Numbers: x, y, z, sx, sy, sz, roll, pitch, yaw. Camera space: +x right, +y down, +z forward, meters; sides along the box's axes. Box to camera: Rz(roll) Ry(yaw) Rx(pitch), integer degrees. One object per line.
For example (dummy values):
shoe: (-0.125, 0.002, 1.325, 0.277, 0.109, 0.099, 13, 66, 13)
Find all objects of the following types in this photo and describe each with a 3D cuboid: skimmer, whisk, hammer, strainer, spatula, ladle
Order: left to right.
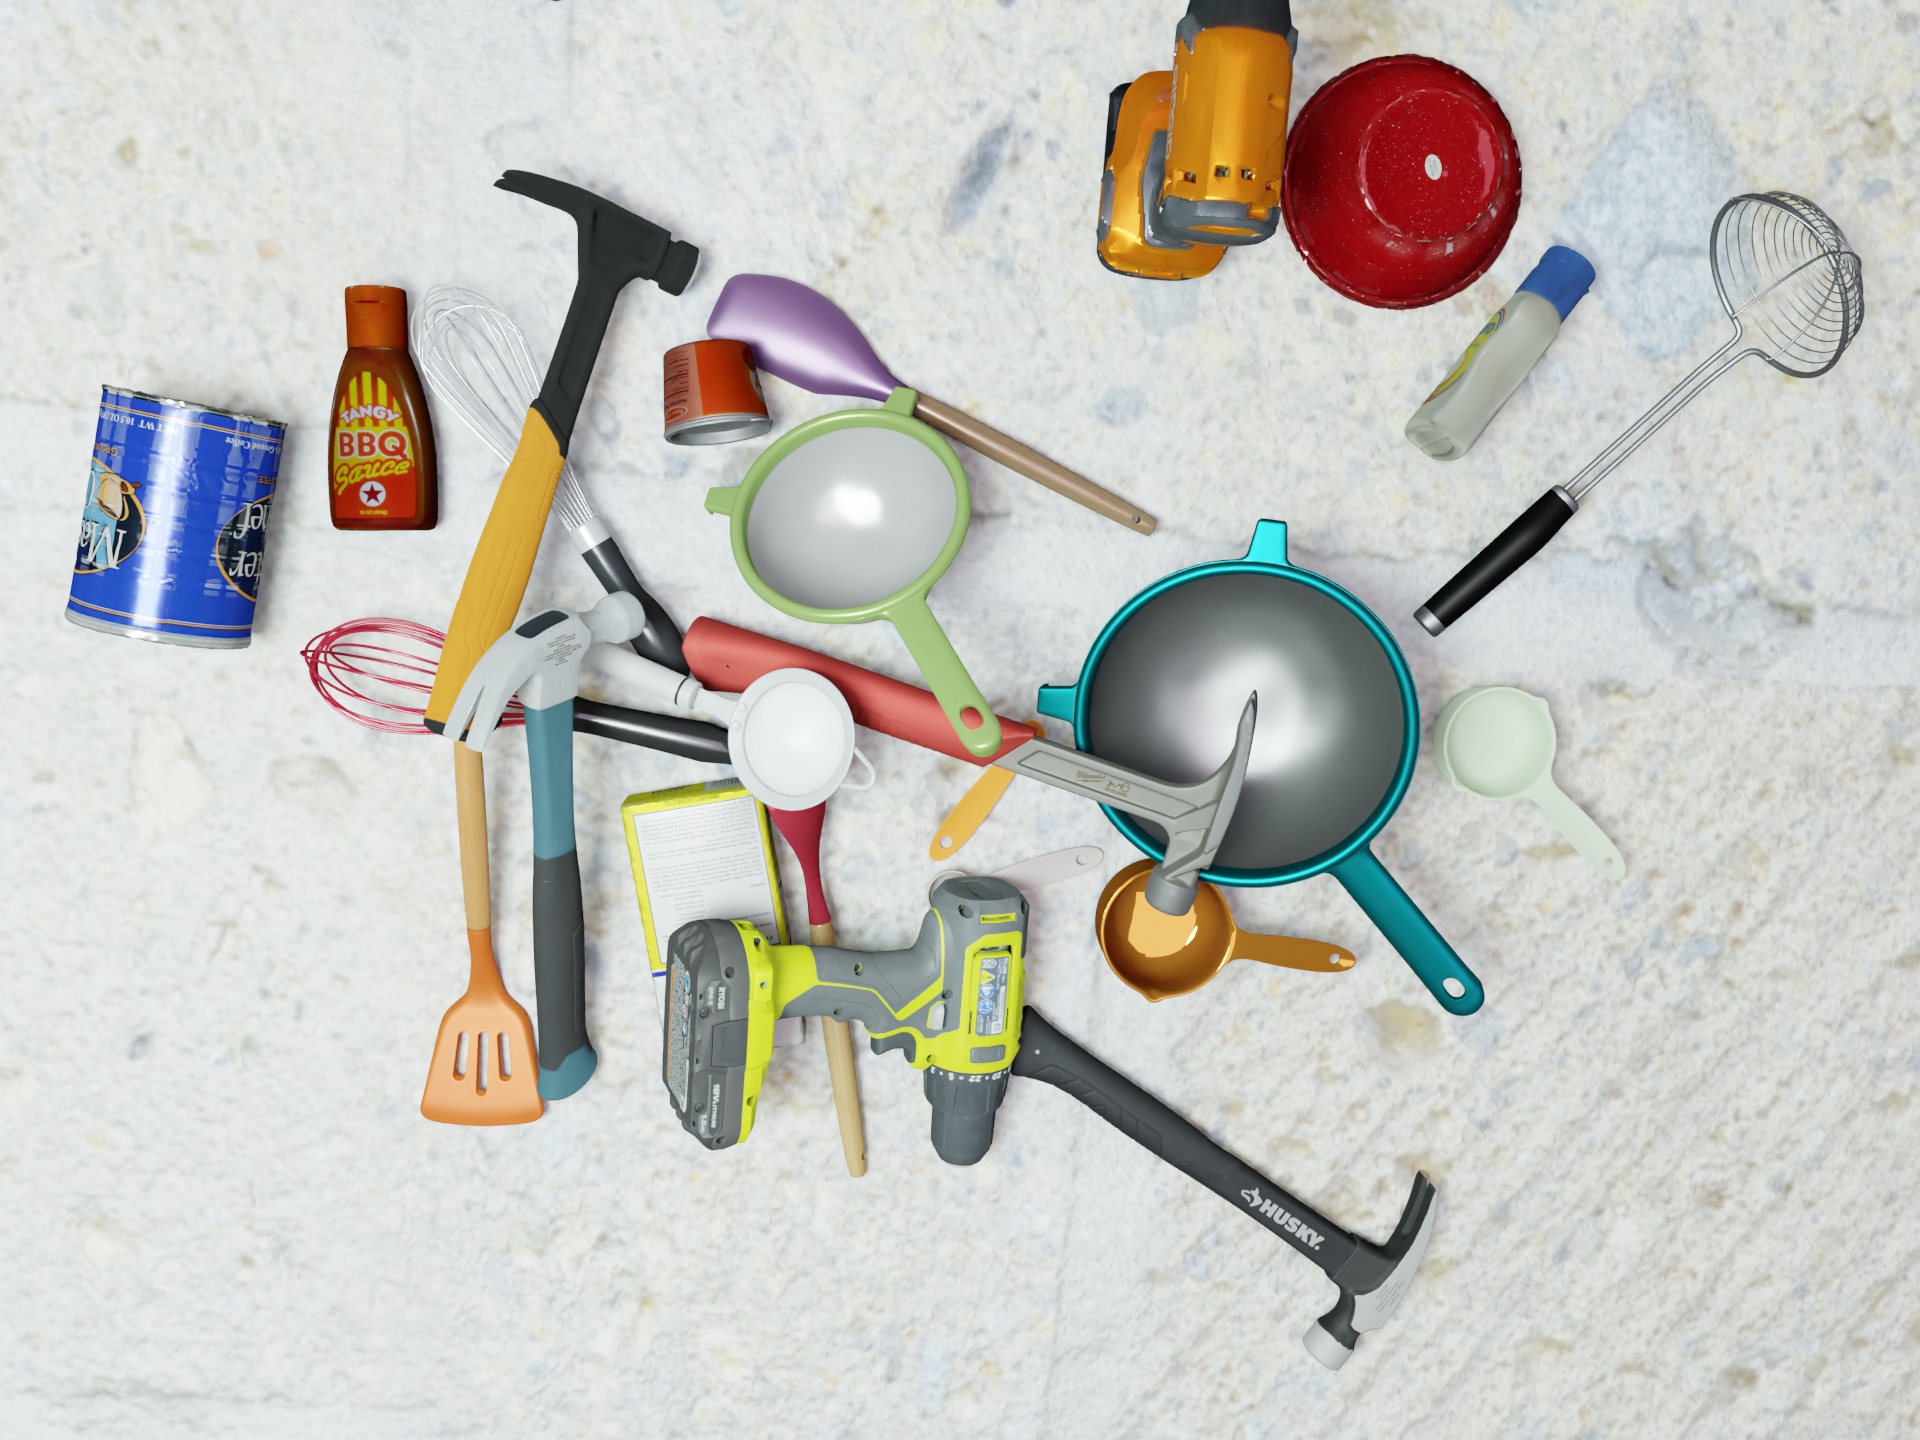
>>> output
spatula: (-0.308, 0.113, 1.007, 0.081, 0.041, 0.322, 2, 113, -4)
hammer: (-0.259, -0.153, 0.943, 0.127, 0.034, 0.337, 20, 82, -30)
whisk: (-0.267, -0.008, 1.010, 0.295, 0.073, 0.073, 13, 96, -11)
hammer: (-0.248, 0.090, 0.979, 0.033, 0.128, 0.330, 21, 119, 32)
whisk: (-0.250, -0.144, 0.997, 0.070, 0.070, 0.284, -31, 102, 0)
strainer: (-0.160, -0.015, 0.989, 0.258, 0.050, 0.087, 23, 98, 12)
ladle: (-0.090, 0.157, 1.047, 0.031, 0.069, 0.315, -3, 104, 21)
strainer: (-0.038, -0.074, 0.973, 0.151, 0.069, 0.257, -29, 66, -3)
spatula: (-0.013, -0.198, 1.023, 0.316, 0.018, 0.060, 27, 98, -6)
hammer: (-0.002, -0.003, 0.993, 0.359, 0.037, 0.149, 19, 111, 8)
hammer: (0.172, 0.298, 1.086, 0.334, 0.035, 0.146, 36, 94, -7)
strainer: (0.224, 0.041, 1.020, 0.211, 0.095, 0.340, -38, 96, 22)
skimmer: (0.437, -0.193, 1.049, 0.127, 0.090, 0.363, 44, 102, -11)

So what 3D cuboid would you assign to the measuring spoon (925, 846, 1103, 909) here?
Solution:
measuring spoon: (0.036, 0.104, 1.067, 0.124, 0.018, 0.034, -14, 104, -9)

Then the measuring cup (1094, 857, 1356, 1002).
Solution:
measuring cup: (0.174, 0.142, 1.060, 0.173, 0.052, 0.095, 10, 96, -7)

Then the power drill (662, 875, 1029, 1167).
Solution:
power drill: (-0.067, 0.201, 1.006, 0.228, 0.080, 0.190, -1, 103, -24)

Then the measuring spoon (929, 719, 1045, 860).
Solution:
measuring spoon: (0.017, 0.047, 1.060, 0.021, 0.011, 0.117, 37, 97, -7)

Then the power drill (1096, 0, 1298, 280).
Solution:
power drill: (0.136, -0.343, 0.910, 0.084, 0.226, 0.164, 4, 96, -5)

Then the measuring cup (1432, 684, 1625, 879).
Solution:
measuring cup: (0.385, 0.045, 1.070, 0.083, 0.038, 0.167, -45, 99, 2)
